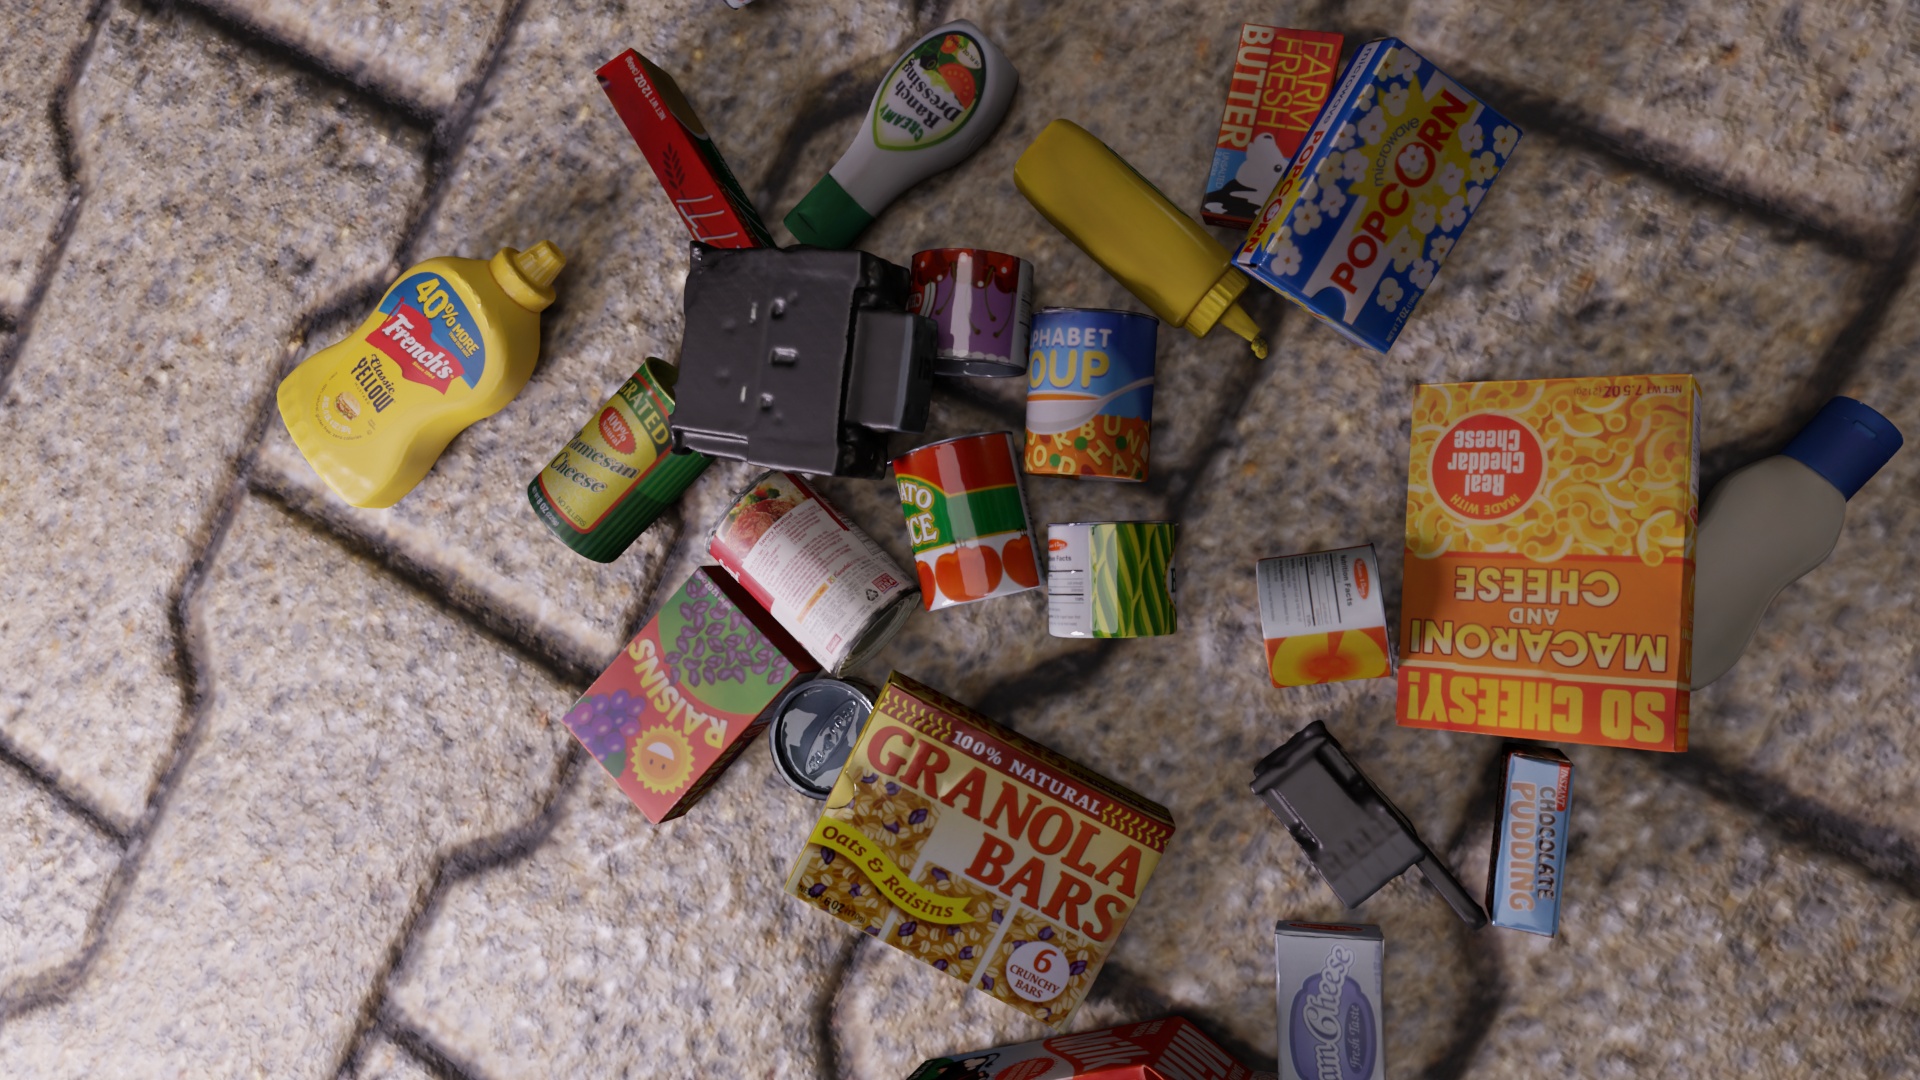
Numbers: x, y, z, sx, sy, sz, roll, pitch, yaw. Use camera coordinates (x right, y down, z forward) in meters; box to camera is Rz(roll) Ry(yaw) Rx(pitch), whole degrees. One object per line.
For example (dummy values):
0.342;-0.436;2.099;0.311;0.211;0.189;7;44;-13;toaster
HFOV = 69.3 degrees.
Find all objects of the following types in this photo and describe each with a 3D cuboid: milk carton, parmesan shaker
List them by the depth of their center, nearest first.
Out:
0.062;0.293;0.695;0.190;0.072;0.073;-18;84;22;milk carton
-0.184;-0.042;0.781;0.103;0.071;0.071;-44;79;10;parmesan shaker

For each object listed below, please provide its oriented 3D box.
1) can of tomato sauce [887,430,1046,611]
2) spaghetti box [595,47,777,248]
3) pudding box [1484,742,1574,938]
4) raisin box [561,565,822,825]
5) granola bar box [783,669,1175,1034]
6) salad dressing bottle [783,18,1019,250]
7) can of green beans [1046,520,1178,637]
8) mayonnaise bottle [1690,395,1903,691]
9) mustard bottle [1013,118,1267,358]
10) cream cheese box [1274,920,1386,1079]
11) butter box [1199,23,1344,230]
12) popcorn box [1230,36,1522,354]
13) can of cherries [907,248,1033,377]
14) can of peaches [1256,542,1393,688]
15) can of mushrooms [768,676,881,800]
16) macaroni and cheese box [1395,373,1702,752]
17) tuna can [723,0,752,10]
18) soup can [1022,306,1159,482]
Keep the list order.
0.003;-0.009;0.732;0.071;0.071;0.083;-14;86;14;can of tomato sauce
-0.124;-0.164;0.778;0.028;0.050;0.250;-34;81;13;spaghetti box
0.273;0.142;0.667;0.030;0.050;0.083;6;90;16;pudding box
-0.152;0.086;0.784;0.086;0.040;0.123;45;98;11;raisin box
0.010;0.160;0.721;0.165;0.039;0.124;27;95;0;granola bar box
-0.034;-0.215;0.760;0.147;0.044;0.064;-45;77;10;salad dressing bottle
0.078;0.019;0.713;0.071;0.071;0.058;-2;89;15;can of green beans
0.371;-0.001;0.651;0.065;0.041;0.148;44;98;17;mayonnaise bottle
0.100;-0.150;0.716;0.160;0.065;0.048;42;101;5;mustard bottle
0.186;0.247;0.699;0.053;0.024;0.104;-1;88;16;cream cheese box
0.162;-0.213;0.719;0.053;0.024;0.103;13;92;15;butter box
0.203;-0.168;0.681;0.085;0.038;0.126;28;96;-18;popcorn box
0.002;-0.119;0.735;0.071;0.071;0.058;5;90;15;can of cherries
0.180;0.039;0.687;0.058;0.071;0.071;-8;87;14;can of peaches
-0.067;0.110;0.764;0.071;0.033;0.071;0;88;14;can of mushrooms
0.274;0.009;0.650;0.123;0.040;0.166;2;84;35;macaroni and cheese box
-0.128;-0.337;0.776;0.033;0.071;0.071;-21;84;12;tuna can
0.065;-0.074;0.716;0.071;0.071;0.083;4;90;15;soup can
